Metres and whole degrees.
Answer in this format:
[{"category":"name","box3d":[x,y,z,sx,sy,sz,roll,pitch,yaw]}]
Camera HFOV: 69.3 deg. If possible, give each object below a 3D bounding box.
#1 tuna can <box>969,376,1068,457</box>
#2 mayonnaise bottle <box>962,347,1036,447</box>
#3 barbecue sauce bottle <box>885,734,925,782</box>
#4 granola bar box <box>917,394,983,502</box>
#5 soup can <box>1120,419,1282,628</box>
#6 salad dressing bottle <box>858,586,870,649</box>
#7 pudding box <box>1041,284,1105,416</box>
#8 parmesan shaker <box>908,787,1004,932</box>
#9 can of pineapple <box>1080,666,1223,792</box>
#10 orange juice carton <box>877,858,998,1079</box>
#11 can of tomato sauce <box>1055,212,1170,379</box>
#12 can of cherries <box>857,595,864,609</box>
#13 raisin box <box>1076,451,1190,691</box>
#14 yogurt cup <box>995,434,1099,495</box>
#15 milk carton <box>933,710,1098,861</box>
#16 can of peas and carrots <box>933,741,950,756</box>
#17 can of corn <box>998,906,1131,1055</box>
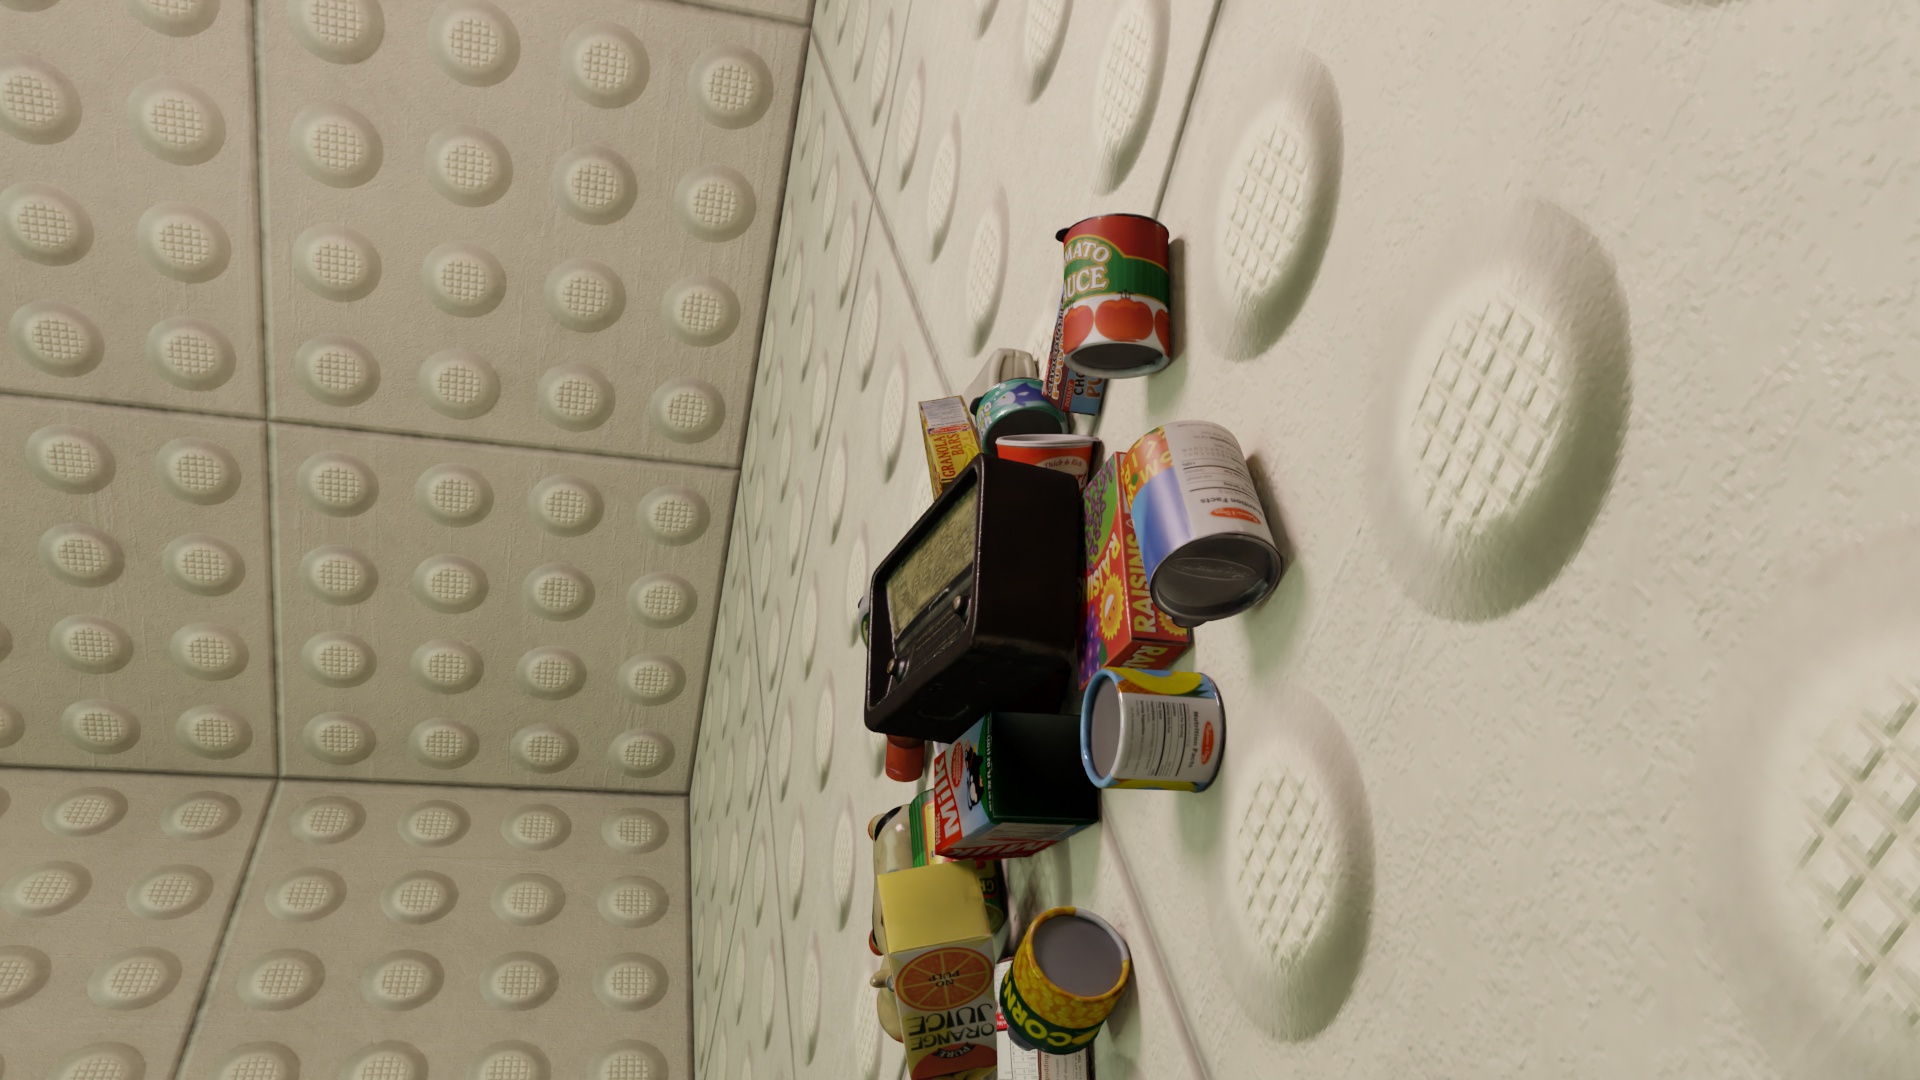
[{"category":"tuna can","box3d":[0.043,-0.085,1.018,0.033,0.071,0.070,-101,22,-43]},{"category":"mayonnaise bottle","box3d":[0.023,-0.108,1.160,0.147,0.041,0.065,138,137,-70]},{"category":"barbecue sauce bottle","box3d":[-0.049,0.154,1.302,0.065,0.044,0.148,18,115,31]},{"category":"granola bar box","box3d":[0.004,-0.014,1.099,0.125,0.039,0.164,-106,6,-55]},{"category":"soup can","box3d":[0.120,-0.009,0.713,0.071,0.071,0.084,110,160,-43]},{"category":"salad dressing bottle","box3d":[-0.058,0.092,1.208,0.146,0.064,0.044,97,-171,-45]},{"category":"pudding box","box3d":[0.083,-0.134,0.964,0.050,0.030,0.083,-120,39,-66]},{"category":"parmesan shaker","box3d":[-0.008,0.251,1.082,0.071,0.071,0.103,111,158,-45]},{"category":"can of pineapple","box3d":[0.102,0.103,0.757,0.071,0.058,0.071,-173,89,-75]},{"category":"orange juice carton","box3d":[-0.012,0.327,1.016,0.072,0.073,0.191,-106,9,-53]},{"category":"can of tomato sauce","box3d":[0.094,-0.149,0.854,0.071,0.071,0.083,140,133,-69]},{"category":"can of cherries","box3d":[-0.062,0.084,1.344,0.059,0.071,0.071,-105,25,-51]},{"category":"raisin box","box3d":[0.099,0.021,0.835,0.085,0.040,0.124,124,150,-58]},{"category":"yogurt cup","box3d":[0.059,-0.045,0.964,0.072,0.072,0.054,-151,59,-74]},{"category":"milk carton","box3d":[0.029,0.177,0.972,0.189,0.073,0.072,126,146,-63]},{"category":"can of peas and carrots","box3d":[0.015,0.137,1.064,0.071,0.059,0.071,-173,89,-74]},{"category":"can of corn","box3d":[0.061,0.264,0.829,0.071,0.071,0.058,-102,23,-47]}]
